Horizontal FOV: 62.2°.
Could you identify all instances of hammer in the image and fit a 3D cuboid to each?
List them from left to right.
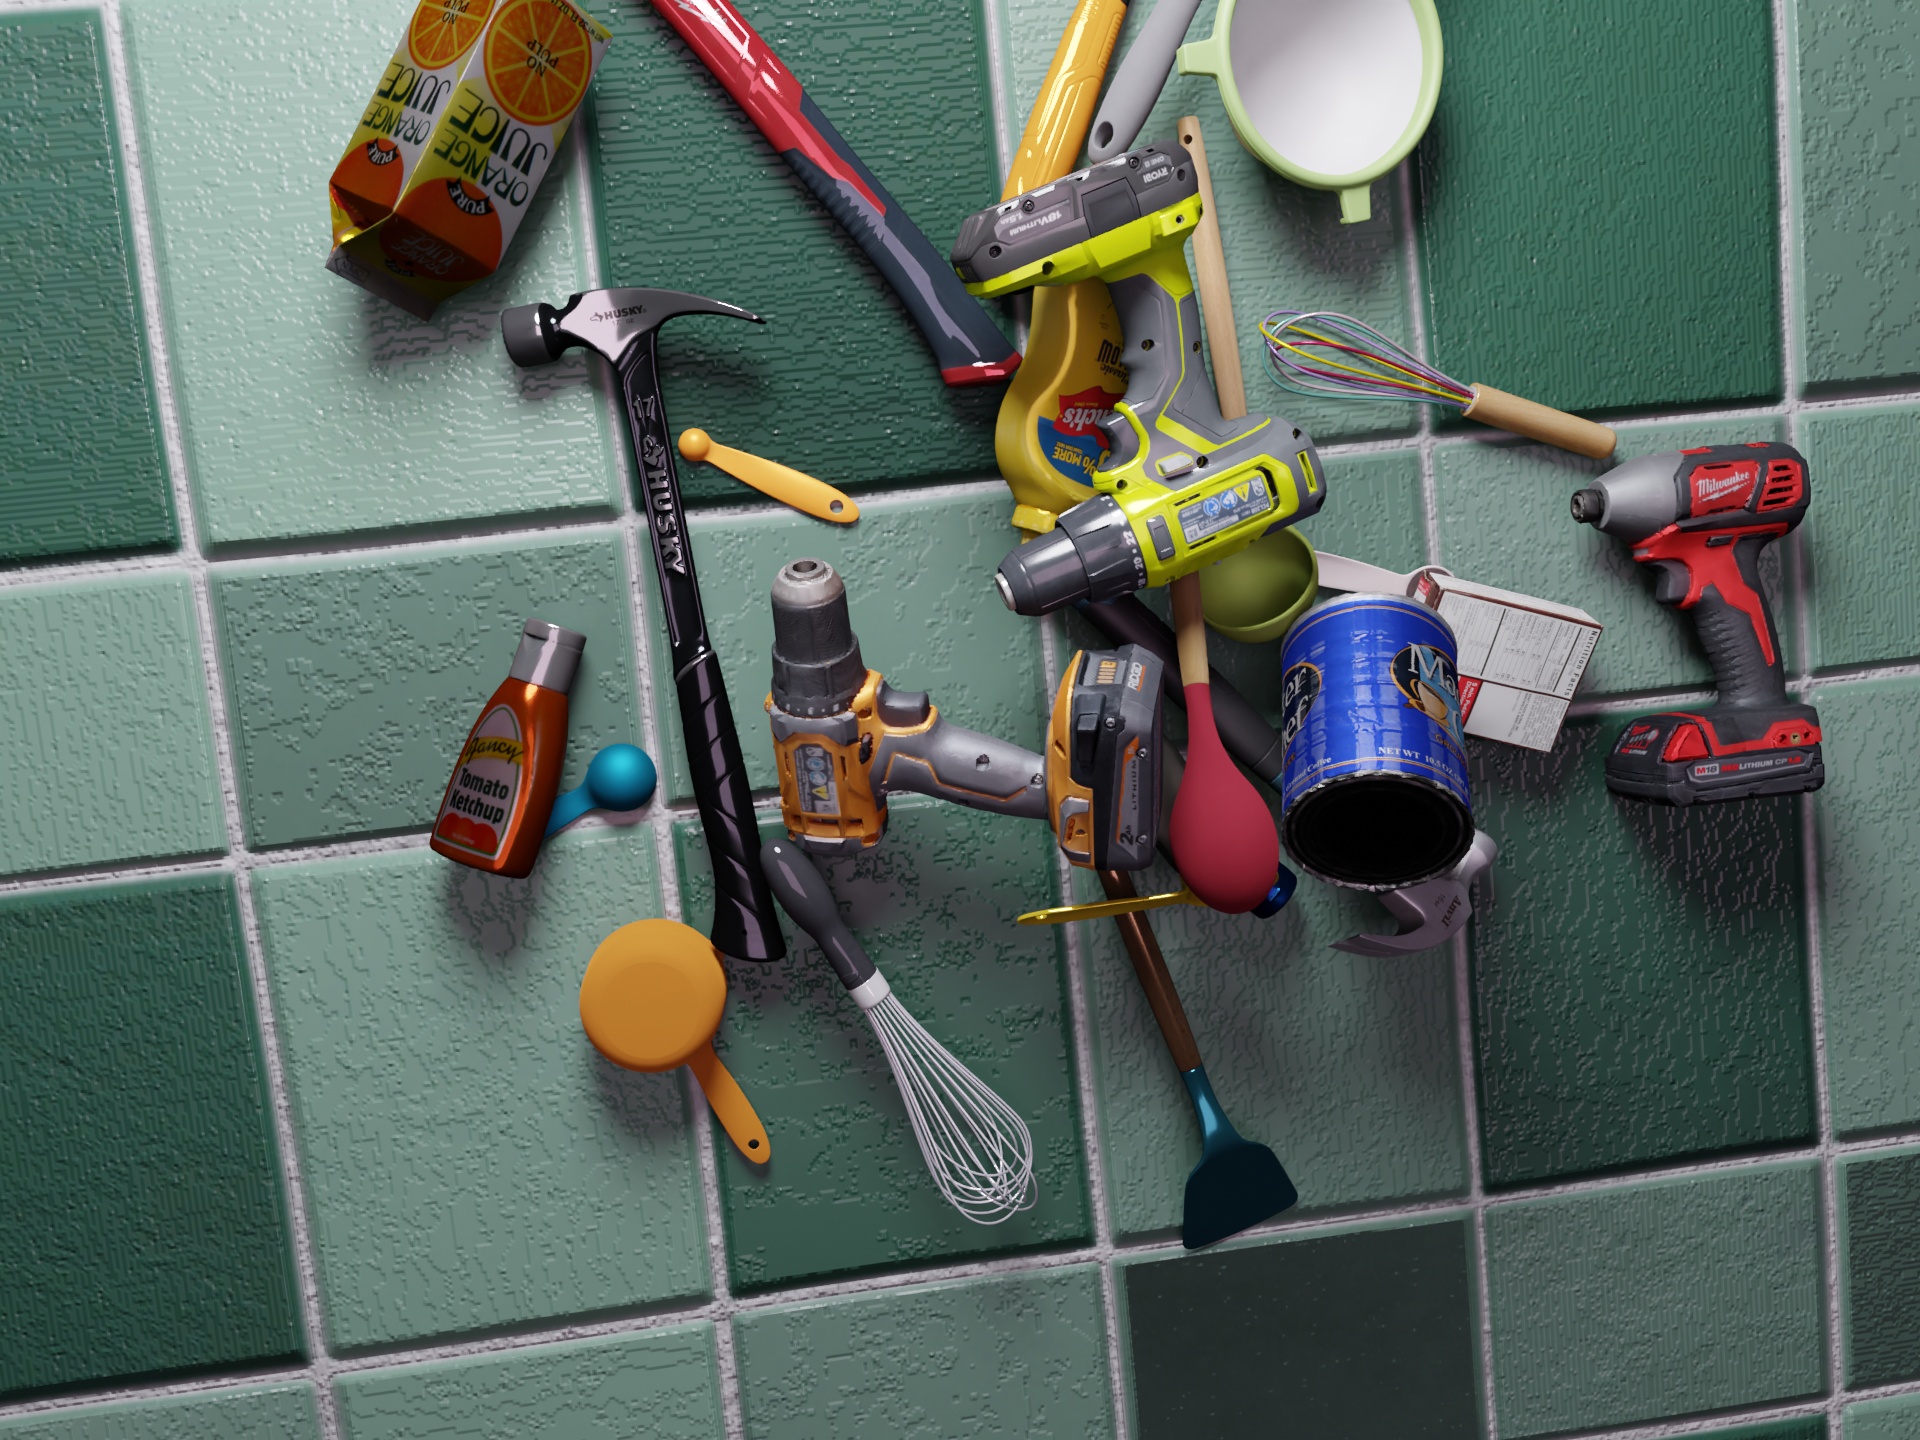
[{"bbox_3d":[-0.156,-0.052,0.945,0.149,0.036,0.409,-10,98,4],"label":"hammer"},{"bbox_3d":[-0.087,-0.359,0.929,0.143,0.038,0.386,-42,98,-3],"label":"hammer"},{"bbox_3d":[0.074,-0.419,0.942,0.127,0.034,0.337,19,93,-8],"label":"hammer"},{"bbox_3d":[0.187,0.018,0.977,0.331,0.033,0.128,43,60,-5],"label":"hammer"}]

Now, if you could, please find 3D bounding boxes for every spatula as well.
[{"bbox_3d":[0.130,0.190,0.995,0.082,0.044,0.317,-22,99,-4],"label":"spatula"}]

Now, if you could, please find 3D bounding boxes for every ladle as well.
[{"bbox_3d":[0.137,-0.044,0.930,0.031,0.069,0.316,16,63,-46],"label":"ladle"},{"bbox_3d":[0.160,-0.206,0.962,0.078,0.062,0.320,-8,94,24],"label":"ladle"}]

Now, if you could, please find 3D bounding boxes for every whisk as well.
[{"bbox_3d":[-0.037,0.188,0.963,0.070,0.070,0.284,-33,101,-2],"label":"whisk"},{"bbox_3d":[0.136,-0.426,0.912,0.055,0.055,0.239,27,96,-8],"label":"whisk"},{"bbox_3d":[0.296,-0.202,0.983,0.245,0.047,0.051,15,92,-11],"label":"whisk"}]

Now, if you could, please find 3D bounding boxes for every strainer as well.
[{"bbox_3d":[0.231,-0.430,0.942,0.151,0.069,0.256,34,84,-21],"label":"strainer"}]

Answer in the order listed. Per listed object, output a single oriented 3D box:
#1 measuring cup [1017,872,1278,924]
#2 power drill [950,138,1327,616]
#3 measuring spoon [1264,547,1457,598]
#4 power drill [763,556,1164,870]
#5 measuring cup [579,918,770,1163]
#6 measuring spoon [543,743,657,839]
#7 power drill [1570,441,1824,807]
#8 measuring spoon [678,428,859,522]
[{"bbox_3d":[0.109,0.096,0.945,0.156,0.062,0.029,-10,64,2],"label":"measuring cup"},{"bbox_3d":[0.081,-0.181,0.877,0.190,0.080,0.228,-24,108,-5],"label":"power drill"},{"bbox_3d":[0.252,-0.092,1.004,0.124,0.018,0.034,12,109,-1],"label":"measuring spoon"},{"bbox_3d":[-0.001,-0.003,0.898,0.226,0.084,0.185,4,124,12],"label":"power drill"},{"bbox_3d":[-0.164,0.204,0.965,0.095,0.052,0.173,-31,96,-3],"label":"measuring cup"},{"bbox_3d":[-0.243,0.057,0.958,0.128,0.021,0.042,-29,98,-3],"label":"measuring spoon"},{"bbox_3d":[0.460,-0.061,0.999,0.143,0.078,0.219,-6,93,-6],"label":"power drill"},{"bbox_3d":[-0.115,-0.146,0.958,0.117,0.011,0.021,23,93,-8],"label":"measuring spoon"}]
